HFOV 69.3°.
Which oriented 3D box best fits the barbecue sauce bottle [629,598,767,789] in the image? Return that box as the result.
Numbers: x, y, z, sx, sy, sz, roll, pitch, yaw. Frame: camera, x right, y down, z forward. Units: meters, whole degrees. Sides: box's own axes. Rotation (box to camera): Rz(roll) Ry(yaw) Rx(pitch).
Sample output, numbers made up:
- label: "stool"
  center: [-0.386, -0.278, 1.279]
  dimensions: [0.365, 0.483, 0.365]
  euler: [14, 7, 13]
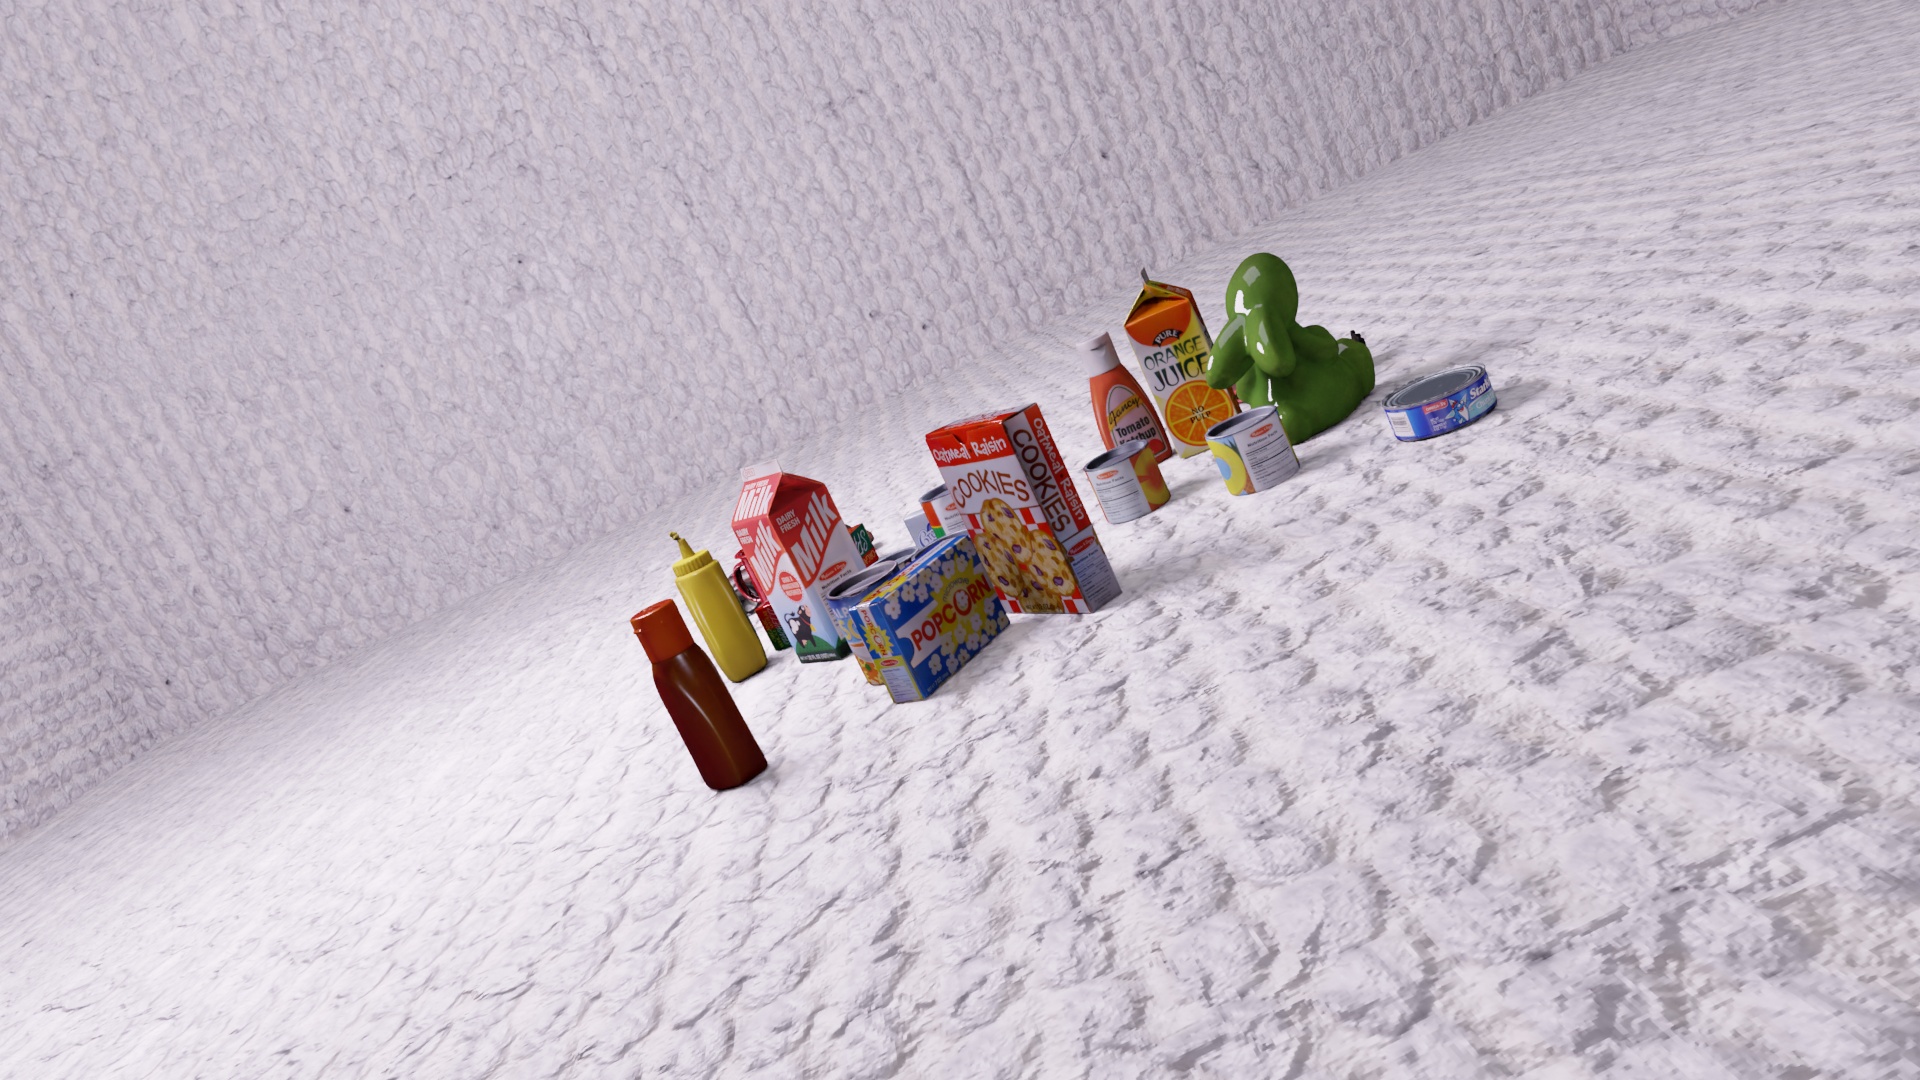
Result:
- label: "barbecue sauce bottle"
  center: [-0.203, 0.117, 1.061]
  dimensions: [0.044, 0.148, 0.064]
  euler: [-34, 14, -37]

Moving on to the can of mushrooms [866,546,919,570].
- label: "can of mushrooms"
  center: [-0.067, 0.036, 1.422]
  dimensions: [0.071, 0.033, 0.071]
  euler: [-24, 12, 5]

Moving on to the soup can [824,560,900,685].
- label: "soup can"
  center: [-0.065, 0.069, 1.149]
  dimensions: [0.071, 0.083, 0.071]
  euler: [-24, 11, 5]

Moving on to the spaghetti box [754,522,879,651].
- label: "spaghetti box"
  center: [-0.150, 0.046, 1.509]
  dimensions: [0.028, 0.050, 0.251]
  euler: [-20, 13, 23]

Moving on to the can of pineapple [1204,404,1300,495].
- label: "can of pineapple"
  center: [0.253, -0.078, 1.207]
  dimensions: [0.071, 0.057, 0.071]
  euler: [-24, 12, 5]

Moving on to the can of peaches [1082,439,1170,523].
- label: "can of peaches"
  center: [0.158, -0.056, 1.303]
  dimensions: [0.071, 0.058, 0.071]
  euler: [-24, 12, 5]

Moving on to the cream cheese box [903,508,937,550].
- label: "cream cheese box"
  center: [-0.004, -0.019, 1.487]
  dimensions: [0.103, 0.053, 0.024]
  euler: [-20, 12, 23]

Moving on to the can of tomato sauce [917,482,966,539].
- label: "can of tomato sauce"
  center: [0.005, -0.017, 1.387]
  dimensions: [0.071, 0.083, 0.071]
  euler: [-24, 11, 5]

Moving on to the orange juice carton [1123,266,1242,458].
- label: "orange juice carton"
  center: [0.223, -0.189, 1.421]
  dimensions: [0.073, 0.192, 0.072]
  euler: [-22, 12, 17]

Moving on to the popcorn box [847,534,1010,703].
- label: "popcorn box"
  center: [-0.022, 0.060, 1.097]
  dimensions: [0.038, 0.085, 0.127]
  euler: [-15, 15, 41]

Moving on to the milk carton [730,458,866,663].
- label: "milk carton"
  center: [-0.147, 0.014, 1.296]
  dimensions: [0.074, 0.190, 0.072]
  euler: [-34, 14, -36]

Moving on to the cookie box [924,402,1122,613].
- label: "cookie box"
  center: [0.047, -0.022, 1.112]
  dimensions: [0.040, 0.167, 0.123]
  euler: [-31, 13, -28]

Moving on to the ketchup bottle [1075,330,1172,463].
- label: "ketchup bottle"
  center: [0.166, -0.145, 1.454]
  dimensions: [0.065, 0.148, 0.043]
  euler: [-26, 11, -1]

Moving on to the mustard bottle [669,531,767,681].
- label: "mustard bottle"
  center: [-0.243, 0.060, 1.365]
  dimensions: [0.049, 0.160, 0.065]
  euler: [-28, 12, -15]

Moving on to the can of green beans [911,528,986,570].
- label: "can of green beans"
  center: [-0.003, 0.028, 1.265]
  dimensions: [0.071, 0.057, 0.071]
  euler: [-24, 12, 5]
